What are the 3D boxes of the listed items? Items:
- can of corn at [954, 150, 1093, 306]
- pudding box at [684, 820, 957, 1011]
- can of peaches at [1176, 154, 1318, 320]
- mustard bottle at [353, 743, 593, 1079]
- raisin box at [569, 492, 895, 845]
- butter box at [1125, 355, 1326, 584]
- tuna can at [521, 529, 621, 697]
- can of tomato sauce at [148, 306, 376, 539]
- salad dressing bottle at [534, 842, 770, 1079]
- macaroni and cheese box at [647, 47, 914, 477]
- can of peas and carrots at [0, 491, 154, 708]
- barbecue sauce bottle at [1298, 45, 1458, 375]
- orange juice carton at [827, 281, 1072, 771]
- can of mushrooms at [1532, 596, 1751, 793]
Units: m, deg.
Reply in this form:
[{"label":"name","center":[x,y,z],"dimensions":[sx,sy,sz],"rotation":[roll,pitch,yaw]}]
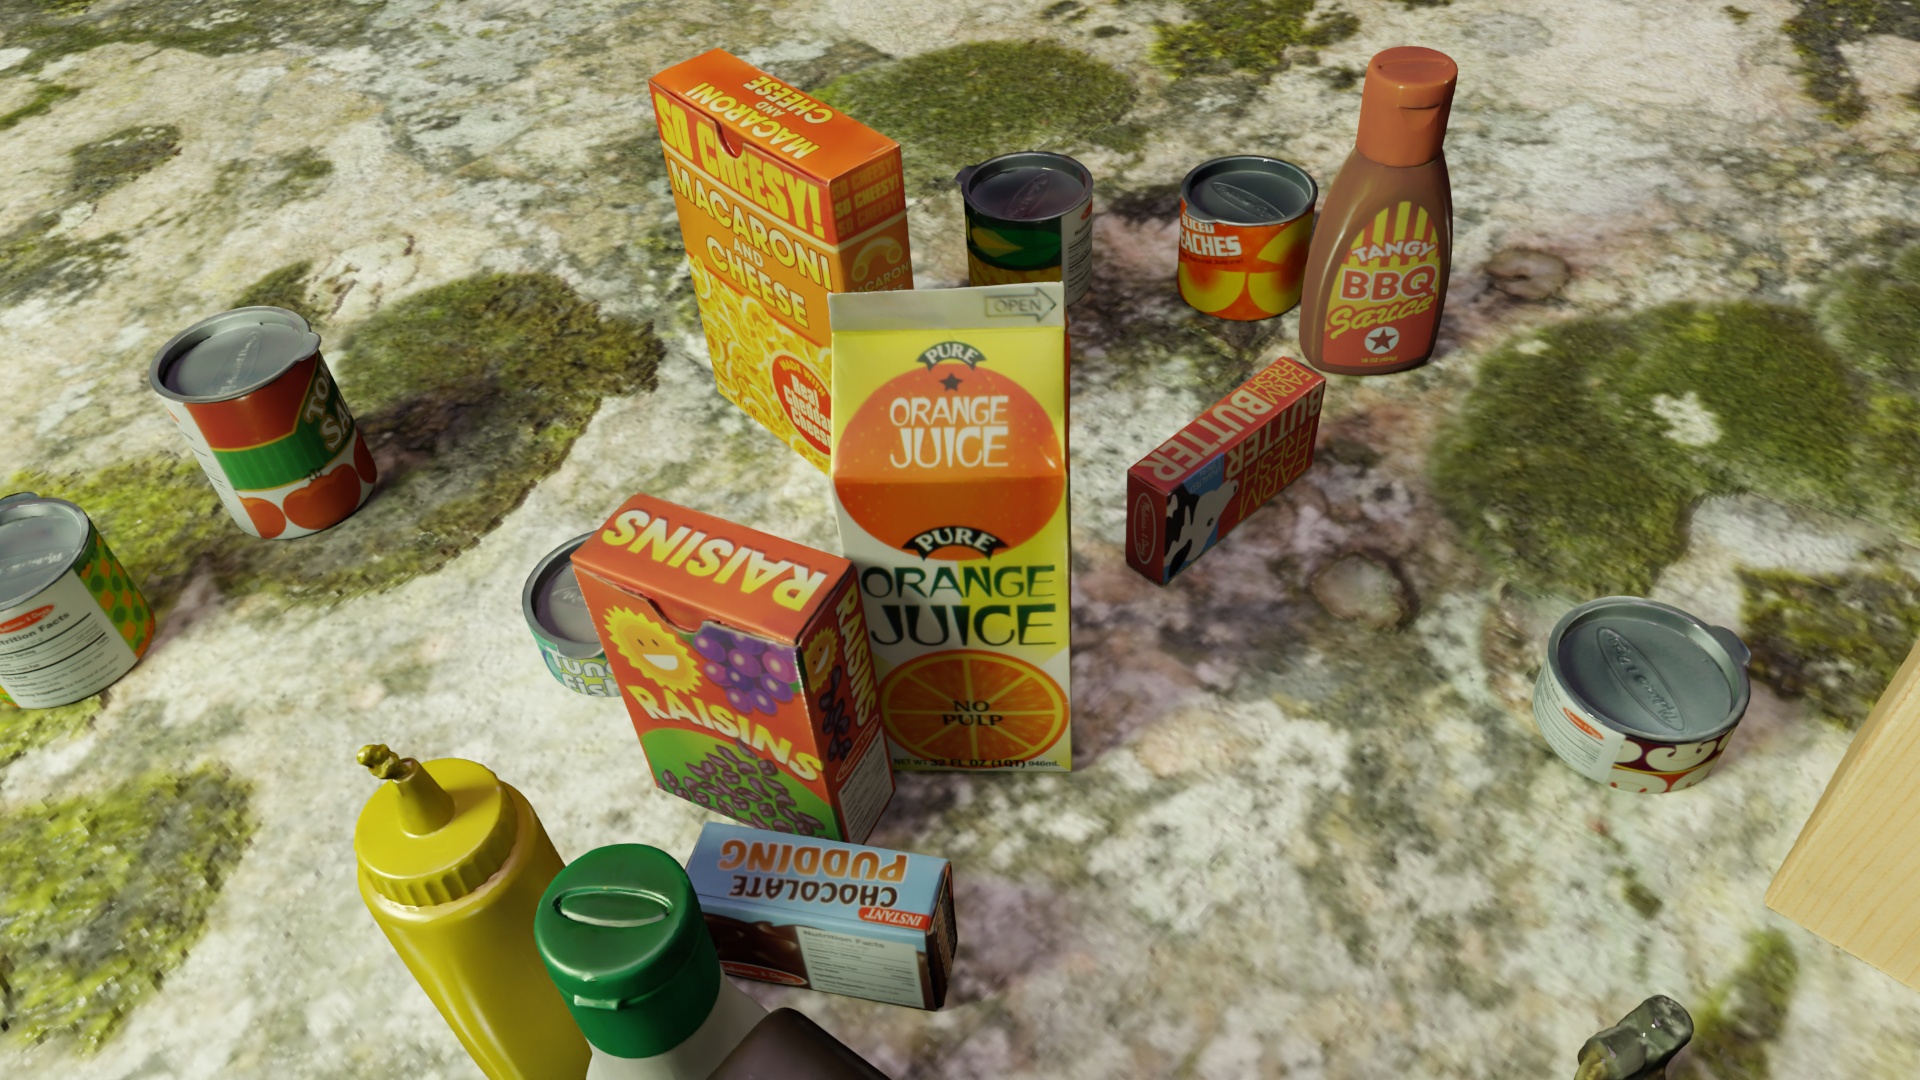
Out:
[{"label":"can of corn","center":[0.033,-0.159,0.715],"dimensions":[0.071,0.058,0.071],"rotation":[-3,45,3]},{"label":"pudding box","center":[-0.045,0.121,0.446],"dimensions":[0.084,0.049,0.030],"rotation":[6,46,11]},{"label":"can of peaches","center":[0.141,-0.151,0.698],"dimensions":[0.071,0.057,0.071],"rotation":[-3,45,3]},{"label":"mustard bottle","center":[-0.132,0.106,0.391],"dimensions":[0.049,0.159,0.065],"rotation":[-36,52,-27]},{"label":"raisin box","center":[-0.073,0.049,0.469],"dimensions":[0.086,0.122,0.040],"rotation":[18,49,22]},{"label":"butter box","center":[0.111,-0.031,0.583],"dimensions":[0.104,0.052,0.024],"rotation":[-35,52,-27]},{"label":"tuna can","center":[-0.140,0.030,0.558],"dimensions":[0.071,0.032,0.071],"rotation":[-2,45,3]},{"label":"can of tomato sauce","center":[-0.306,-0.052,0.620],"dimensions":[0.071,0.082,0.071],"rotation":[-3,45,3]},{"label":"salad dressing bottle","center":[-0.074,0.135,0.366],"dimensions":[0.064,0.146,0.044],"rotation":[3,45,8]},{"label":"macaroni and cheese box","center":[-0.071,-0.109,0.598],"dimensions":[0.040,0.165,0.124],"rotation":[-34,52,-26]},{"label":"can of peas and carrots","center":[-0.376,0.024,0.567],"dimensions":[0.071,0.058,0.071],"rotation":[-3,45,3]},{"label":"barbecue sauce bottle","center":[0.191,-0.144,0.623],"dimensions":[0.065,0.147,0.044],"rotation":[-4,45,1]},{"label":"orange juice carton","center":[0.002,-0.006,0.469],"dimensions":[0.072,0.191,0.073],"rotation":[0,45,5]},{"label":"can of mushrooms","center":[0.245,0.055,0.499],"dimensions":[0.071,0.033,0.071],"rotation":[-3,45,3]}]
